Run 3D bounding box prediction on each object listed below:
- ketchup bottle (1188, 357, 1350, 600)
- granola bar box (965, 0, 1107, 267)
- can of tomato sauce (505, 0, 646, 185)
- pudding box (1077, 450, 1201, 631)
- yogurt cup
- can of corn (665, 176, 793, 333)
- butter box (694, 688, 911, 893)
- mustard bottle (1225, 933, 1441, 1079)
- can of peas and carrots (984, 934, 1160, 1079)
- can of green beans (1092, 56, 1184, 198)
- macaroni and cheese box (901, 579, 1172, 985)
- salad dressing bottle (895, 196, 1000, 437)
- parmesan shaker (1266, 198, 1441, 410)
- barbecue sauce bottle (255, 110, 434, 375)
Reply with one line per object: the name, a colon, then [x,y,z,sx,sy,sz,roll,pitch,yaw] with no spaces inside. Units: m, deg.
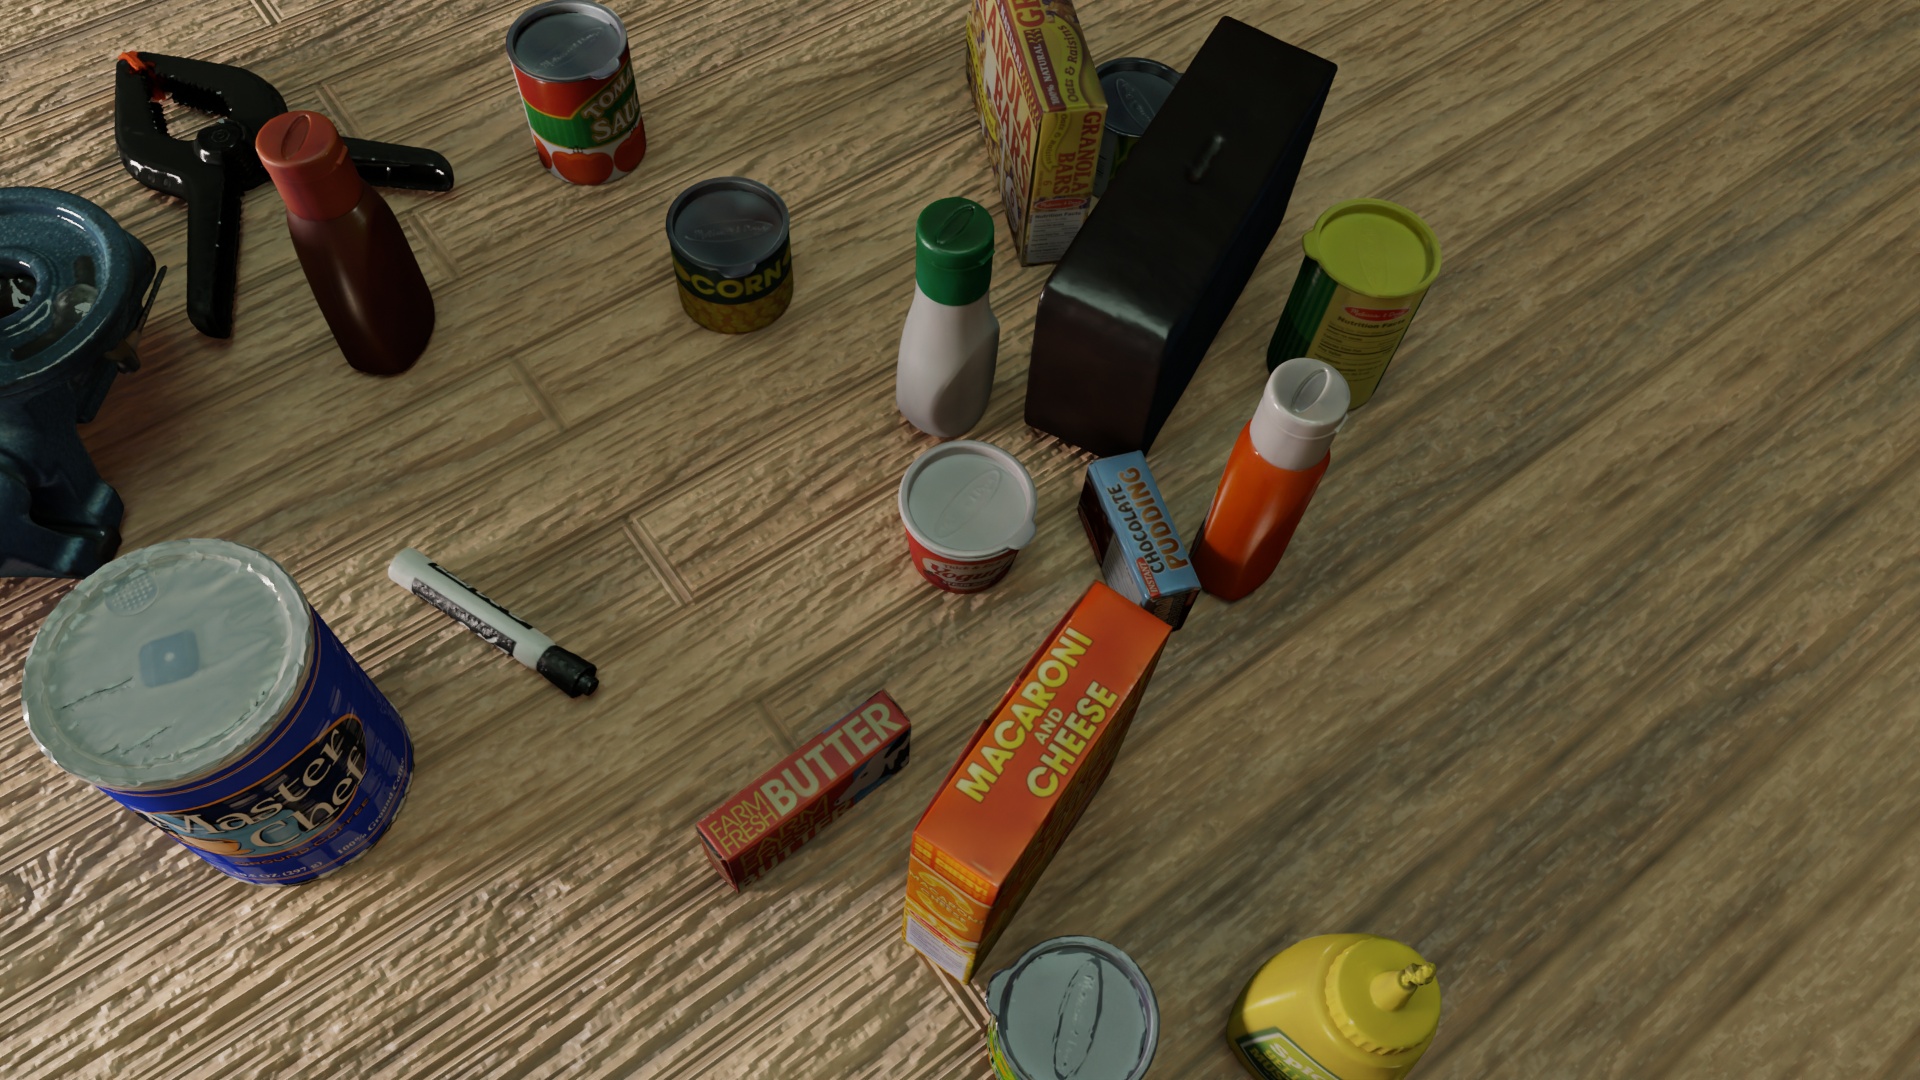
ketchup bottle: [0.148,-0.029,0.664,0.043,0.148,0.065,33,64,14]
granola bar box: [0.039,-0.262,0.802,0.039,0.123,0.166,-9,62,-8]
can of tomato sauce: [-0.219,-0.258,0.807,0.071,0.082,0.071,2,61,-3]
pudding box: [0.088,0.002,0.699,0.030,0.049,0.084,-14,63,-11]
yogurt cup: [0.002,-0.009,0.697,0.072,0.053,0.073,2,61,-3]
can of corn: [-0.126,-0.155,0.769,0.071,0.058,0.071,2,61,-3]
butter box: [-0.068,0.113,0.624,0.104,0.053,0.024,-35,68,-20]
mustard bottle: [0.148,0.184,0.537,0.065,0.159,0.049,34,65,15]
can of peas and carrots: [0.043,0.203,0.577,0.071,0.058,0.071,2,61,-3]
can of green beans: [0.103,-0.245,0.835,0.071,0.057,0.071,2,61,-3]
macaroni and cheese box: [0.026,0.105,0.570,0.040,0.165,0.124,32,64,13]
salad dressing bottle: [-0.005,-0.110,0.700,0.044,0.147,0.064,33,64,14]
parmesan shaker: [0.206,-0.124,0.747,0.071,0.102,0.071,2,61,-3]
barbecue sauce bottle: [-0.309,-0.150,0.703,0.044,0.147,0.065,6,61,0]
